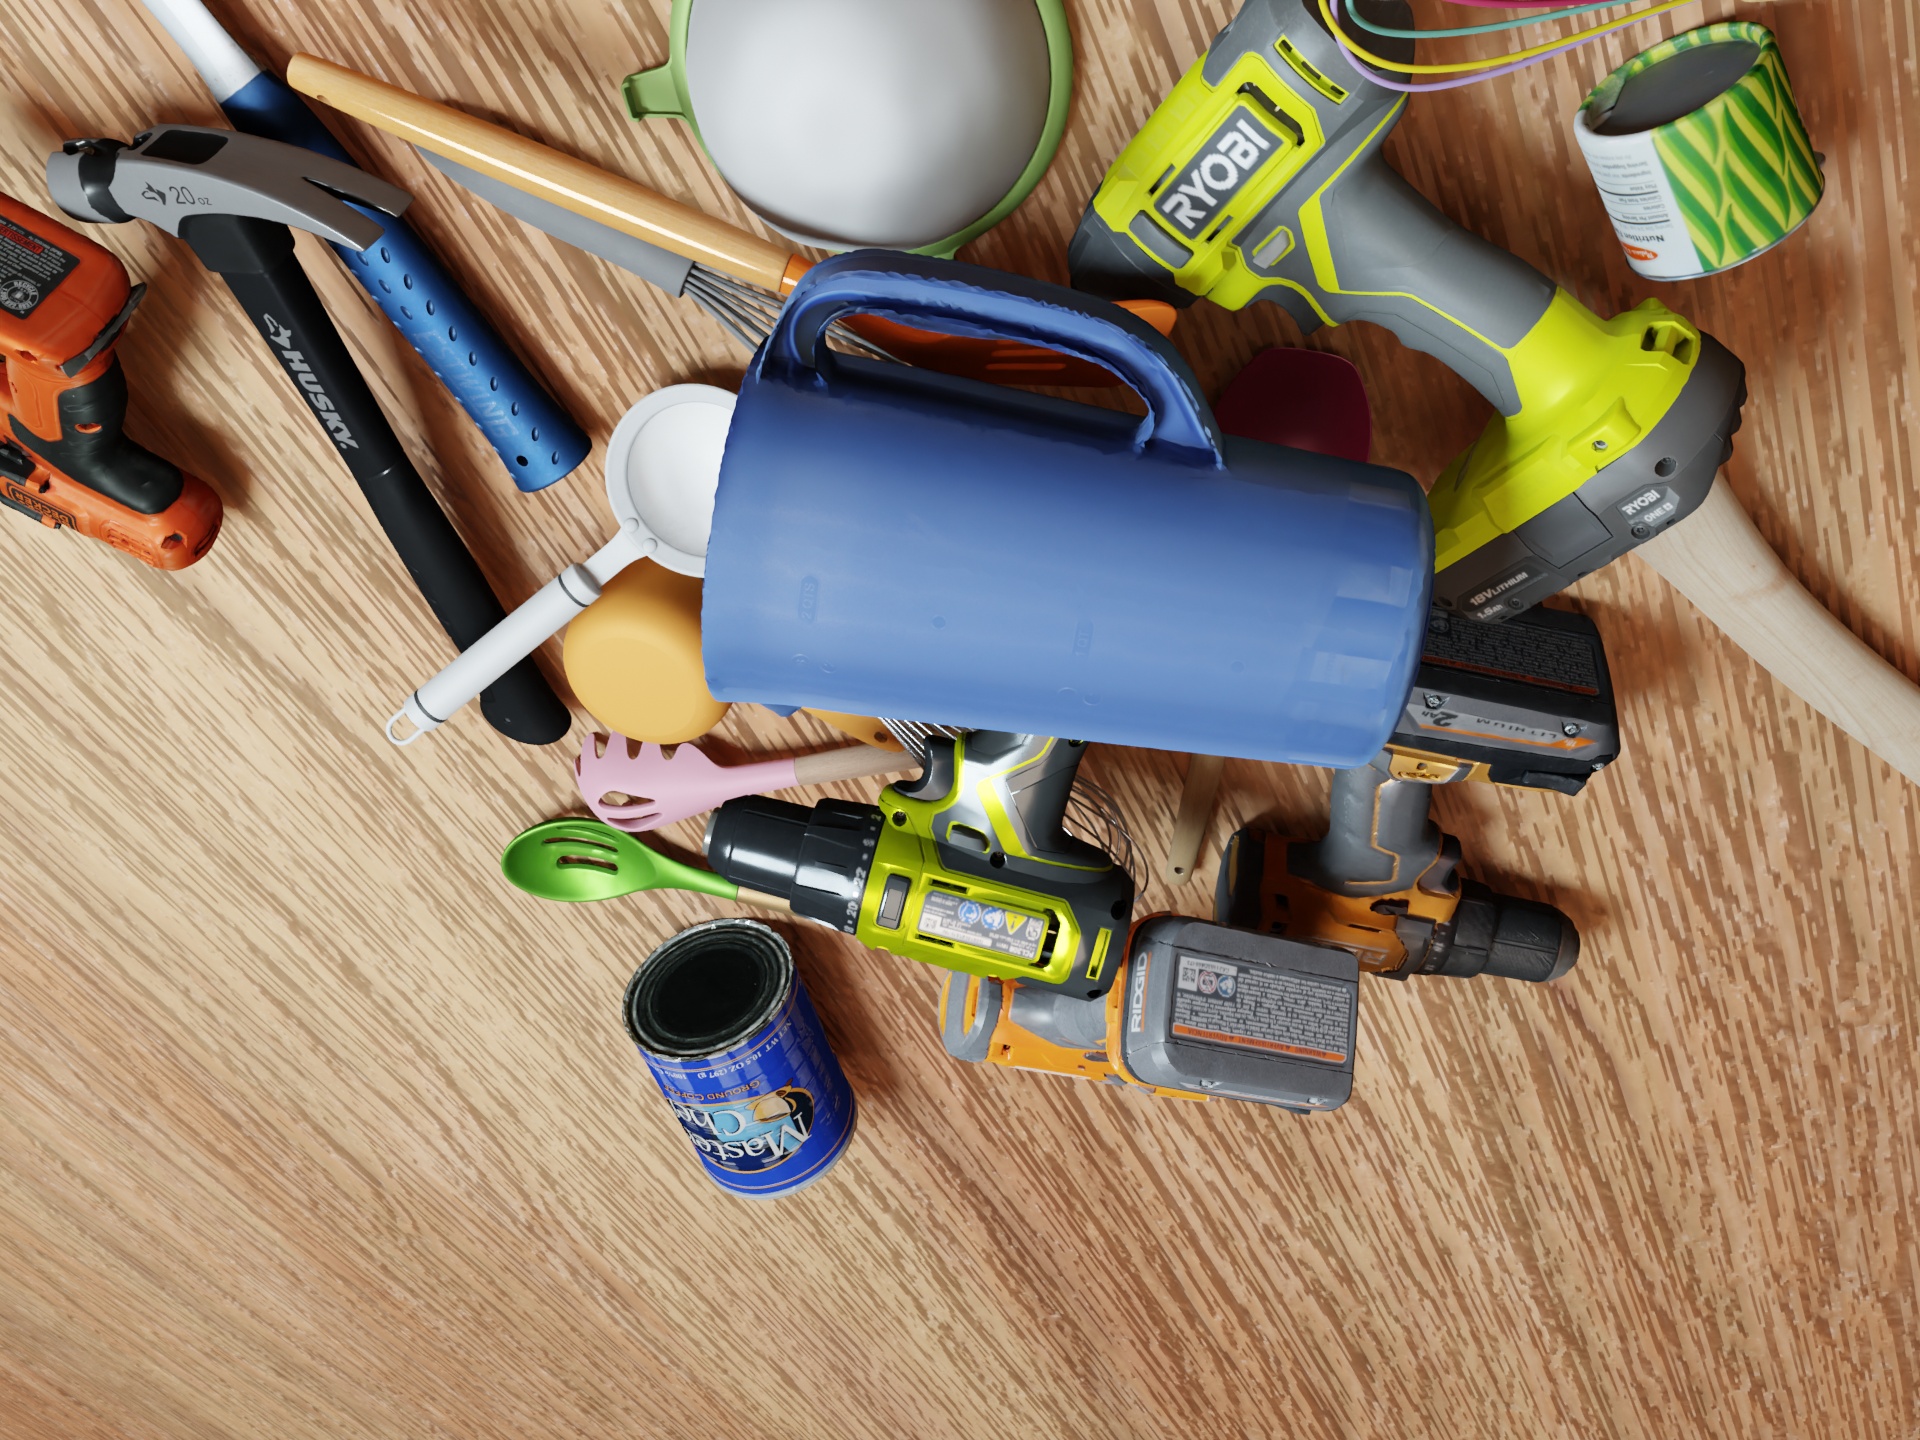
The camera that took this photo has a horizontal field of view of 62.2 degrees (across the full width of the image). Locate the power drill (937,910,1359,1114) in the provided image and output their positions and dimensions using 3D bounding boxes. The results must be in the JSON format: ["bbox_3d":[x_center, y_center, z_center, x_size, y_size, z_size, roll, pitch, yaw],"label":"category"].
[{"bbox_3d":[0.105,0.155,0.823,0.164,0.084,0.226,14,164,-22],"label":"power drill"}]

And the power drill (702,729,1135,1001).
[{"bbox_3d":[-0.001,-0.002,0.690,0.190,0.080,0.228,15,105,1],"label":"power drill"}]

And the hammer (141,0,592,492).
[{"bbox_3d":[-0.278,-0.253,0.605,0.144,0.035,0.405,-20,126,25],"label":"hammer"}]

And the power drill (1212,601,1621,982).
[{"bbox_3d":[0.236,0.048,0.762,0.185,0.084,0.226,11,137,0],"label":"power drill"}]

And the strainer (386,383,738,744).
[{"bbox_3d":[-0.165,-0.068,0.713,0.258,0.050,0.086,-36,105,12],"label":"strainer"}]

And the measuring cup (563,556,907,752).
[{"bbox_3d":[-0.109,-0.012,0.769,0.173,0.052,0.095,27,131,-3],"label":"measuring cup"}]

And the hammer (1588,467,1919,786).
[{"bbox_3d":[0.413,0.003,0.719,0.410,0.038,0.146,32,130,-18],"label":"hammer"}]

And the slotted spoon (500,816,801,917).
[{"bbox_3d":[-0.101,0.101,0.902,0.313,0.031,0.070,12,133,-4],"label":"slotted spoon"}]

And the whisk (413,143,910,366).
[{"bbox_3d":[-0.108,-0.183,0.637,0.239,0.055,0.055,27,131,-8],"label":"whisk"}]

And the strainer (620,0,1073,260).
[{"bbox_3d":[-0.009,-0.253,0.536,0.151,0.069,0.256,30,131,-16],"label":"strainer"}]

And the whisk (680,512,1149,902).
[{"bbox_3d":[-0.024,-0.001,0.757,0.284,0.070,0.070,40,127,-8],"label":"whisk"}]

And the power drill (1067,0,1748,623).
[{"bbox_3d":[0.152,-0.143,0.581,0.223,0.080,0.171,38,146,-9],"label":"power drill"}]

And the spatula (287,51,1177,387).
[{"bbox_3d":[-0.082,-0.179,0.574,0.322,0.041,0.081,22,170,-4],"label":"spatula"}]

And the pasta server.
[{"bbox_3d":[-0.057,0.016,0.820,0.316,0.040,0.060,-10,129,13],"label":"pasta server"}]

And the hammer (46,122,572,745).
[{"bbox_3d":[-0.247,-0.104,0.705,0.146,0.035,0.334,8,142,22],"label":"hammer"}]

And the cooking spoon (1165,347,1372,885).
[{"bbox_3d":[0.129,-0.032,0.747,0.069,0.017,0.318,11,132,5],"label":"cooking spoon"}]

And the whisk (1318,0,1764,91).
[{"bbox_3d":[0.225,-0.236,0.490,0.245,0.047,0.051,-9,152,-10],"label":"whisk"}]
